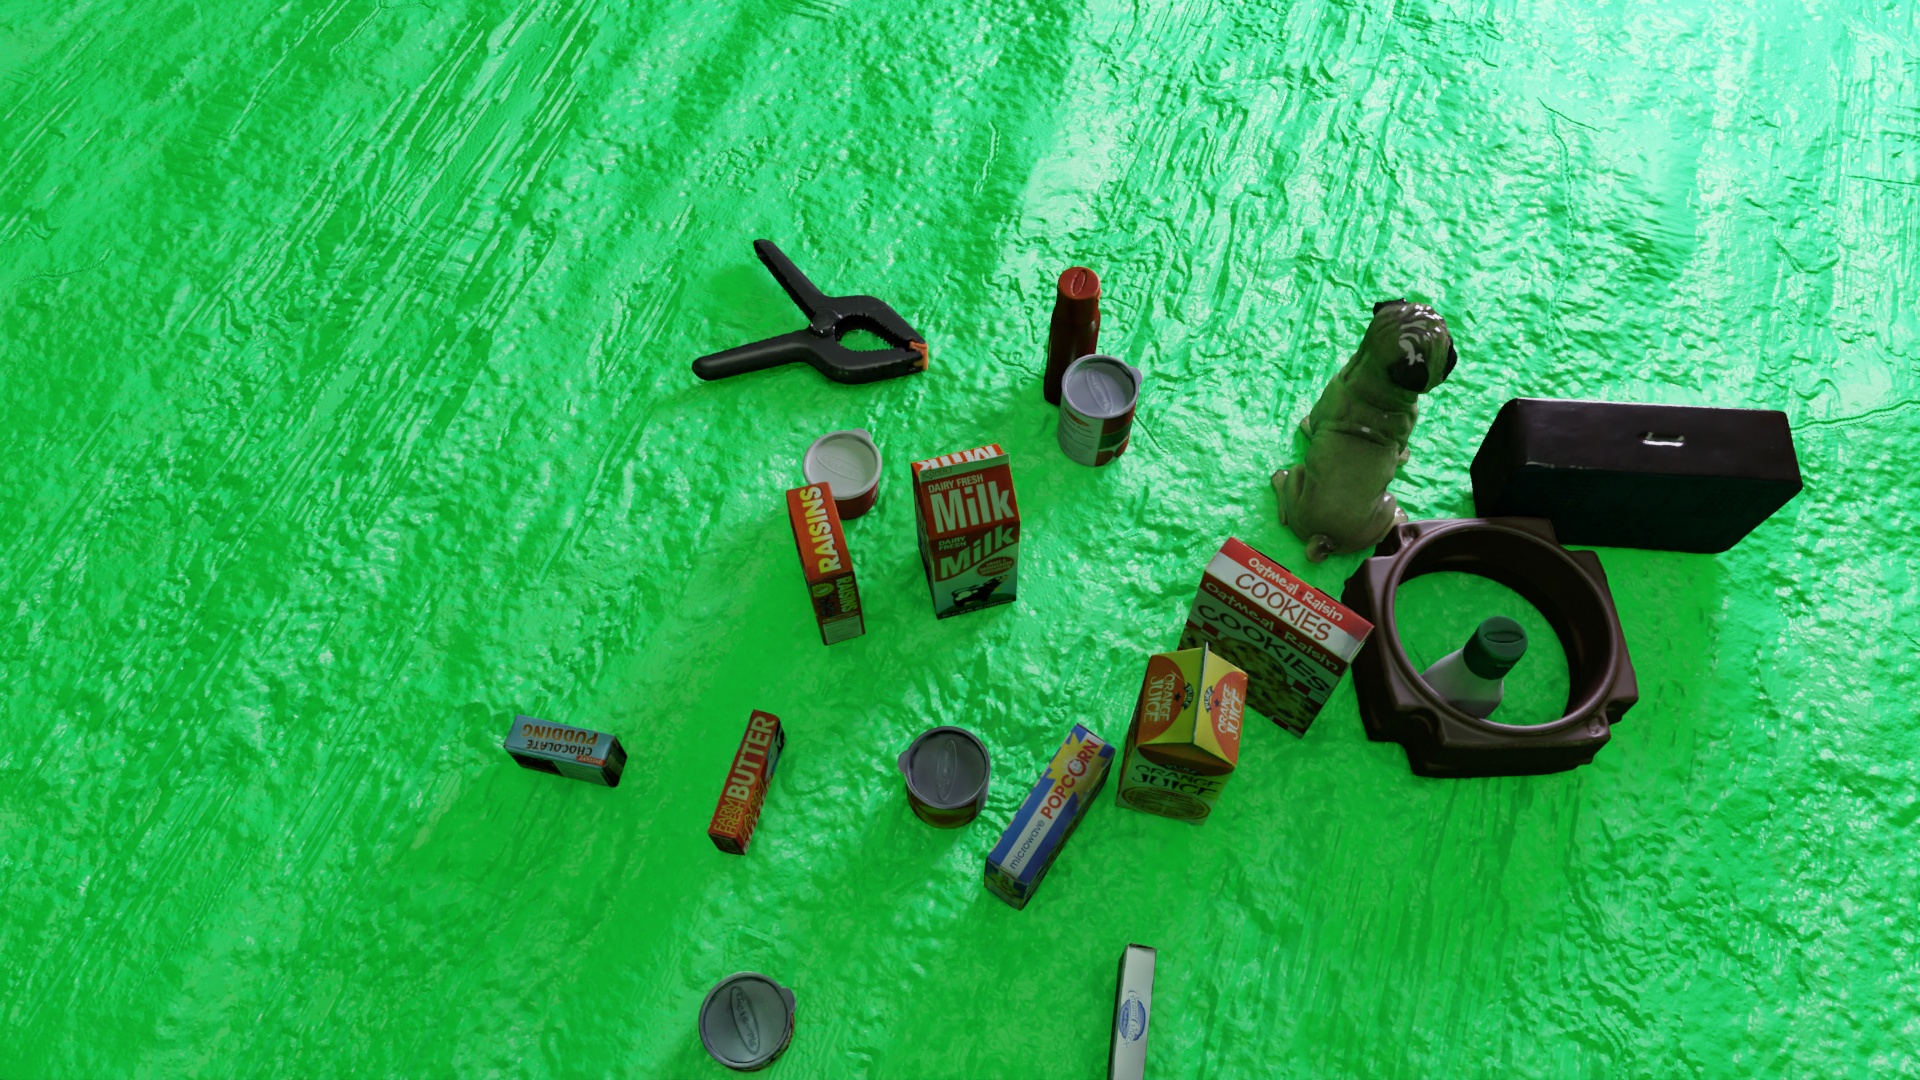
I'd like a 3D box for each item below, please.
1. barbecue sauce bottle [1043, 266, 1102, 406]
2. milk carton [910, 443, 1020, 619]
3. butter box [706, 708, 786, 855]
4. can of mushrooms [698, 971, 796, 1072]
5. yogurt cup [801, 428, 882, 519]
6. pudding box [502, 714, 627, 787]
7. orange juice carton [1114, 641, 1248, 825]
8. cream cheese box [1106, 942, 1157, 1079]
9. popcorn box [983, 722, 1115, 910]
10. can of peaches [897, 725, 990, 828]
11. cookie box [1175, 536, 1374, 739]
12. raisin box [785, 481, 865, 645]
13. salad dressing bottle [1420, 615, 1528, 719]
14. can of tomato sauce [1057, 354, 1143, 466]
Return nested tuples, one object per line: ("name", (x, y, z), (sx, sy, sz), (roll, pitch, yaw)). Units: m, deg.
("barbecue sauce bottle", (0.099, -0.180, 1.218), (0.044, 0.148, 0.065), (17, 64, 9))
("milk carton", (0.004, -0.014, 1.106), (0.072, 0.189, 0.074), (-12, 63, -6))
("butter box", (-0.164, 0.188, 1.077), (0.024, 0.053, 0.104), (14, 63, 7))
("can of mushrooms", (-0.151, 0.347, 1.003), (0.071, 0.033, 0.071), (0, 62, 0))
("yogurt cup", (-0.101, -0.054, 1.204), (0.072, 0.053, 0.073), (0, 62, 0))
("pudding box", (-0.310, 0.166, 1.090), (0.084, 0.049, 0.030), (11, 63, 6))
("orange juice carton", (0.163, 0.143, 1.022), (0.073, 0.191, 0.072), (11, 63, 6))
("cream cheese box", (0.121, 0.346, 0.993), (0.024, 0.053, 0.104), (8, 63, 4))
("popcorn box", (0.066, 0.209, 1.047), (0.038, 0.085, 0.127), (31, 66, 15))
("can of peaches", (-0.012, 0.184, 1.076), (0.071, 0.057, 0.071), (0, 62, 0))
("cookie box", (0.237, 0.077, 1.071), (0.123, 0.166, 0.040), (34, 68, 16))
("raisin box", (-0.110, 0.020, 1.126), (0.040, 0.123, 0.086), (-14, 63, -7))
("salad dressing bottle", (0.393, 0.104, 1.068), (0.064, 0.147, 0.044), (1, 63, 1))
("can of tomato sauce", (0.121, -0.114, 1.220), (0.071, 0.082, 0.071), (0, 62, 0))
